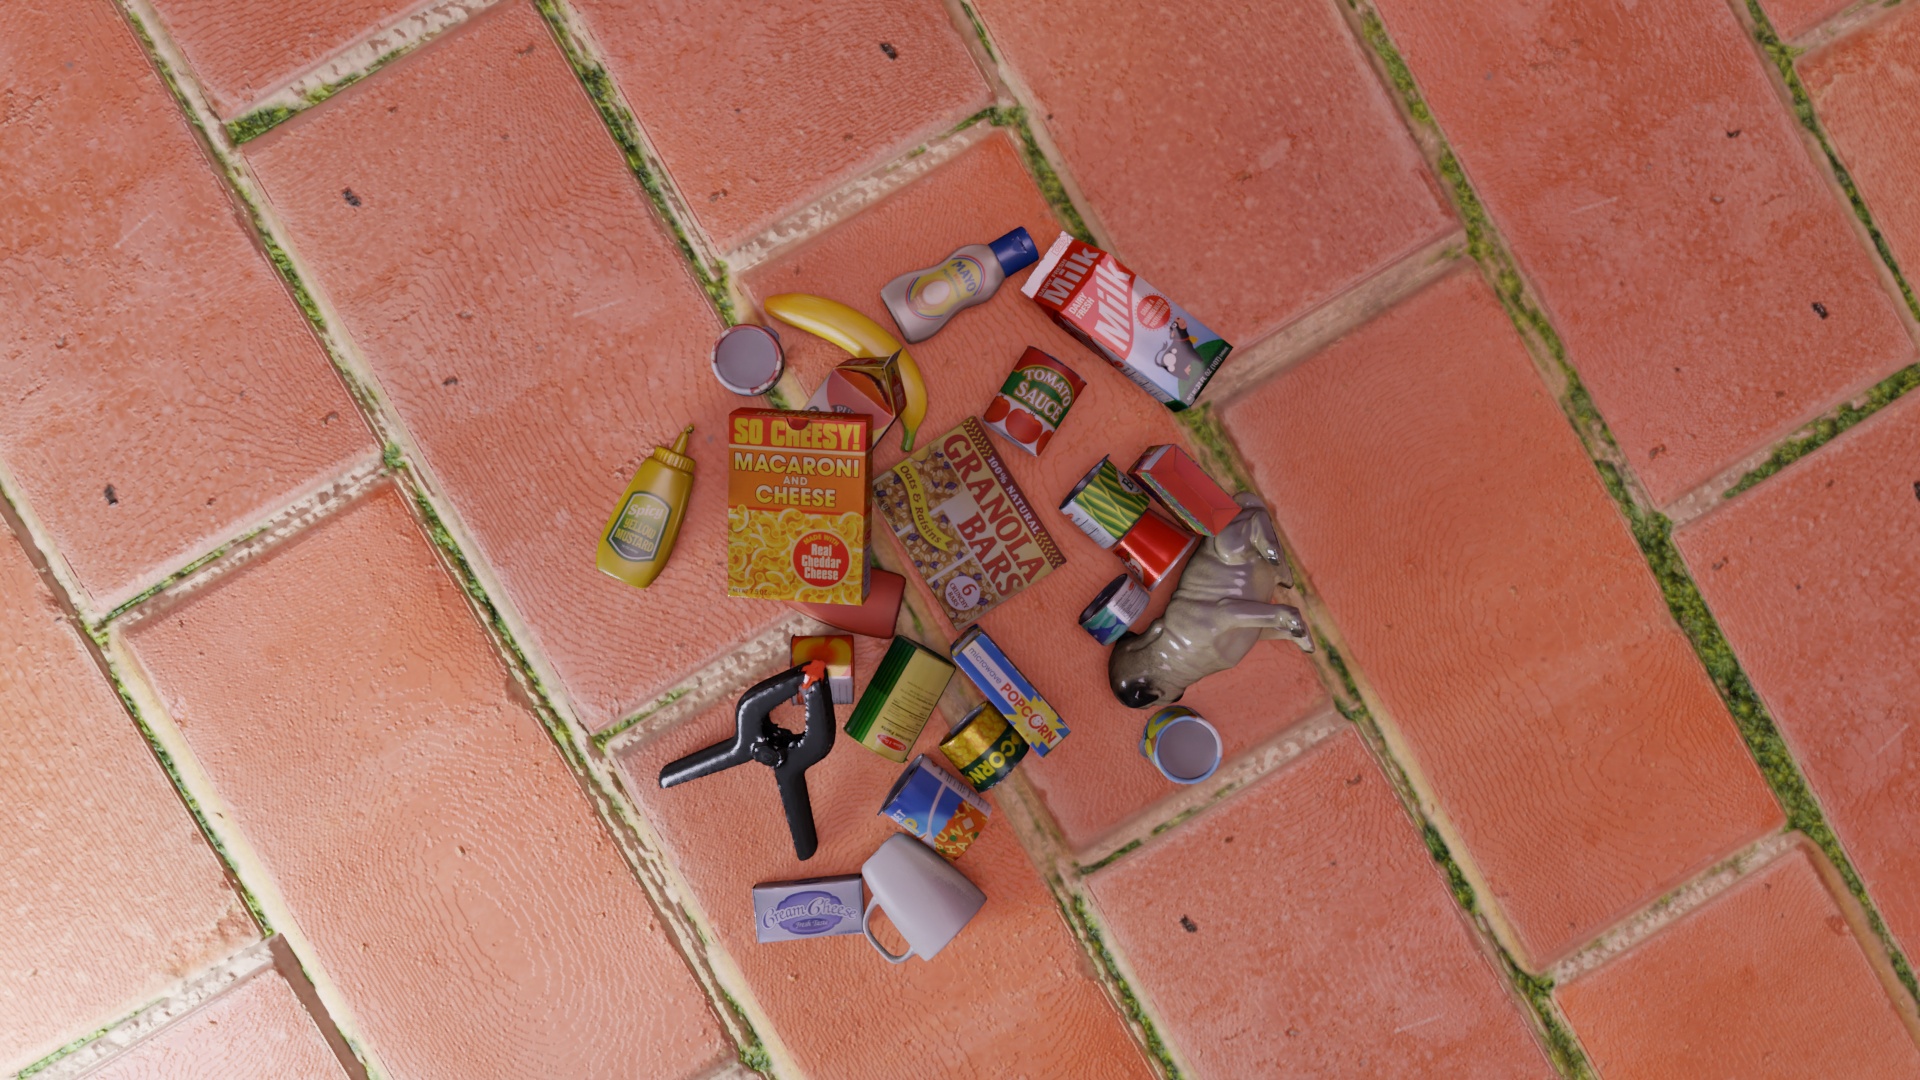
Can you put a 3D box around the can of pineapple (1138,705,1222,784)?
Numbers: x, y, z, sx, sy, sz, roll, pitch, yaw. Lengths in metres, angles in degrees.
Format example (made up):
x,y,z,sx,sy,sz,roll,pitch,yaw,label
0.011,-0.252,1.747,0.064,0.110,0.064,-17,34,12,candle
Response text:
x,y,z,sx,sy,sz,roll,pitch,yaw,label
0.209,0.195,1.317,0.071,0.058,0.071,0,92,-2,can of pineapple

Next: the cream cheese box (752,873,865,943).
x,y,z,sx,sy,sz,roll,pitch,yaw,label
-0.143,0.350,1.322,0.104,0.024,0.053,-5,91,-2,cream cheese box

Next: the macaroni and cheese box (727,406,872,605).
x,y,z,sx,sy,sz,roll,pitch,yaw,label
-0.141,-0.030,1.227,0.124,0.040,0.166,3,103,5,macaroni and cheese box

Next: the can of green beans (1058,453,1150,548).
x,y,z,sx,sy,sz,roll,pitch,yaw,label
0.136,-0.035,1.304,0.058,0.071,0.071,42,90,-3,can of green beans

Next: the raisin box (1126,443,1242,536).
x,y,z,sx,sy,sz,roll,pitch,yaw,label
0.203,-0.048,1.278,0.086,0.123,0.040,42,90,-3,raisin box

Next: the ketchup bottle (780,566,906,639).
x,y,z,sx,sy,sz,roll,pitch,yaw,label
-0.129,0.047,1.305,0.149,0.043,0.065,13,84,-3,ketchup bottle

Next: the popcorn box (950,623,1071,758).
x,y,z,sx,sy,sz,roll,pitch,yaw,label
0.045,0.138,1.294,0.038,0.085,0.126,-42,92,-1,popcorn box

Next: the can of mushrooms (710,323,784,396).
x,y,z,sx,sy,sz,roll,pitch,yaw,label
-0.198,-0.171,1.303,0.071,0.033,0.071,0,91,-2,can of mushrooms

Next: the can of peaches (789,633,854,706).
x,y,z,sx,sy,sz,roll,pitch,yaw,label
-0.128,0.119,1.297,0.058,0.071,0.071,-1,92,-2,can of peaches

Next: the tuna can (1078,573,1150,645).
x,y,z,sx,sy,sz,roll,pitch,yaw,label
0.144,0.066,1.309,0.033,0.071,0.071,43,90,-4,tuna can

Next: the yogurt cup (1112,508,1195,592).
x,y,z,sx,sy,sz,roll,pitch,yaw,label
0.180,0.006,1.309,0.054,0.072,0.072,40,90,5,yogurt cup

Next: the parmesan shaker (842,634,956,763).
x,y,z,sx,sy,sz,roll,pitch,yaw,label
-0.054,0.148,1.302,0.071,0.071,0.103,30,89,-3,parmesan shaker

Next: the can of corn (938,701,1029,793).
x,y,z,sx,sy,sz,roll,pitch,yaw,label
0.022,0.194,1.302,0.071,0.071,0.058,-42,92,-1,can of corn

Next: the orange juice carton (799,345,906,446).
x,y,z,sx,sy,sz,roll,pitch,yaw,label
-0.114,-0.098,1.268,0.073,0.072,0.192,38,103,-3,orange juice carton

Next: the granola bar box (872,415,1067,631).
x,y,z,sx,sy,sz,roll,pitch,yaw,label
0.005,-0.016,1.312,0.124,0.039,0.165,-33,93,-2,granola bar box

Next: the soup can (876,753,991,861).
x,y,z,sx,sy,sz,roll,pitch,yaw,label
-0.024,0.253,1.304,0.084,0.071,0.071,38,90,-3,soup can

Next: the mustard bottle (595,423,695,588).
x,y,z,sx,sy,sz,roll,pitch,yaw,label
-0.285,-0.037,1.294,0.065,0.049,0.160,23,91,-4,mustard bottle

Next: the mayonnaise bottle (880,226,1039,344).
x,y,z,sx,sy,sz,roll,pitch,yaw,label
0.001,-0.245,1.305,0.148,0.041,0.064,-30,91,-1,mayonnaise bottle

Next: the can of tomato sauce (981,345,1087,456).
x,y,z,sx,sy,sz,roll,pitch,yaw,label
0.069,-0.130,1.297,0.071,0.071,0.083,33,91,-3,can of tomato sauce

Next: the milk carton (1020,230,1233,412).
x,y,z,sx,sy,sz,roll,pitch,yaw,label
0.152,-0.205,1.297,0.190,0.073,0.072,36,90,-2,milk carton
